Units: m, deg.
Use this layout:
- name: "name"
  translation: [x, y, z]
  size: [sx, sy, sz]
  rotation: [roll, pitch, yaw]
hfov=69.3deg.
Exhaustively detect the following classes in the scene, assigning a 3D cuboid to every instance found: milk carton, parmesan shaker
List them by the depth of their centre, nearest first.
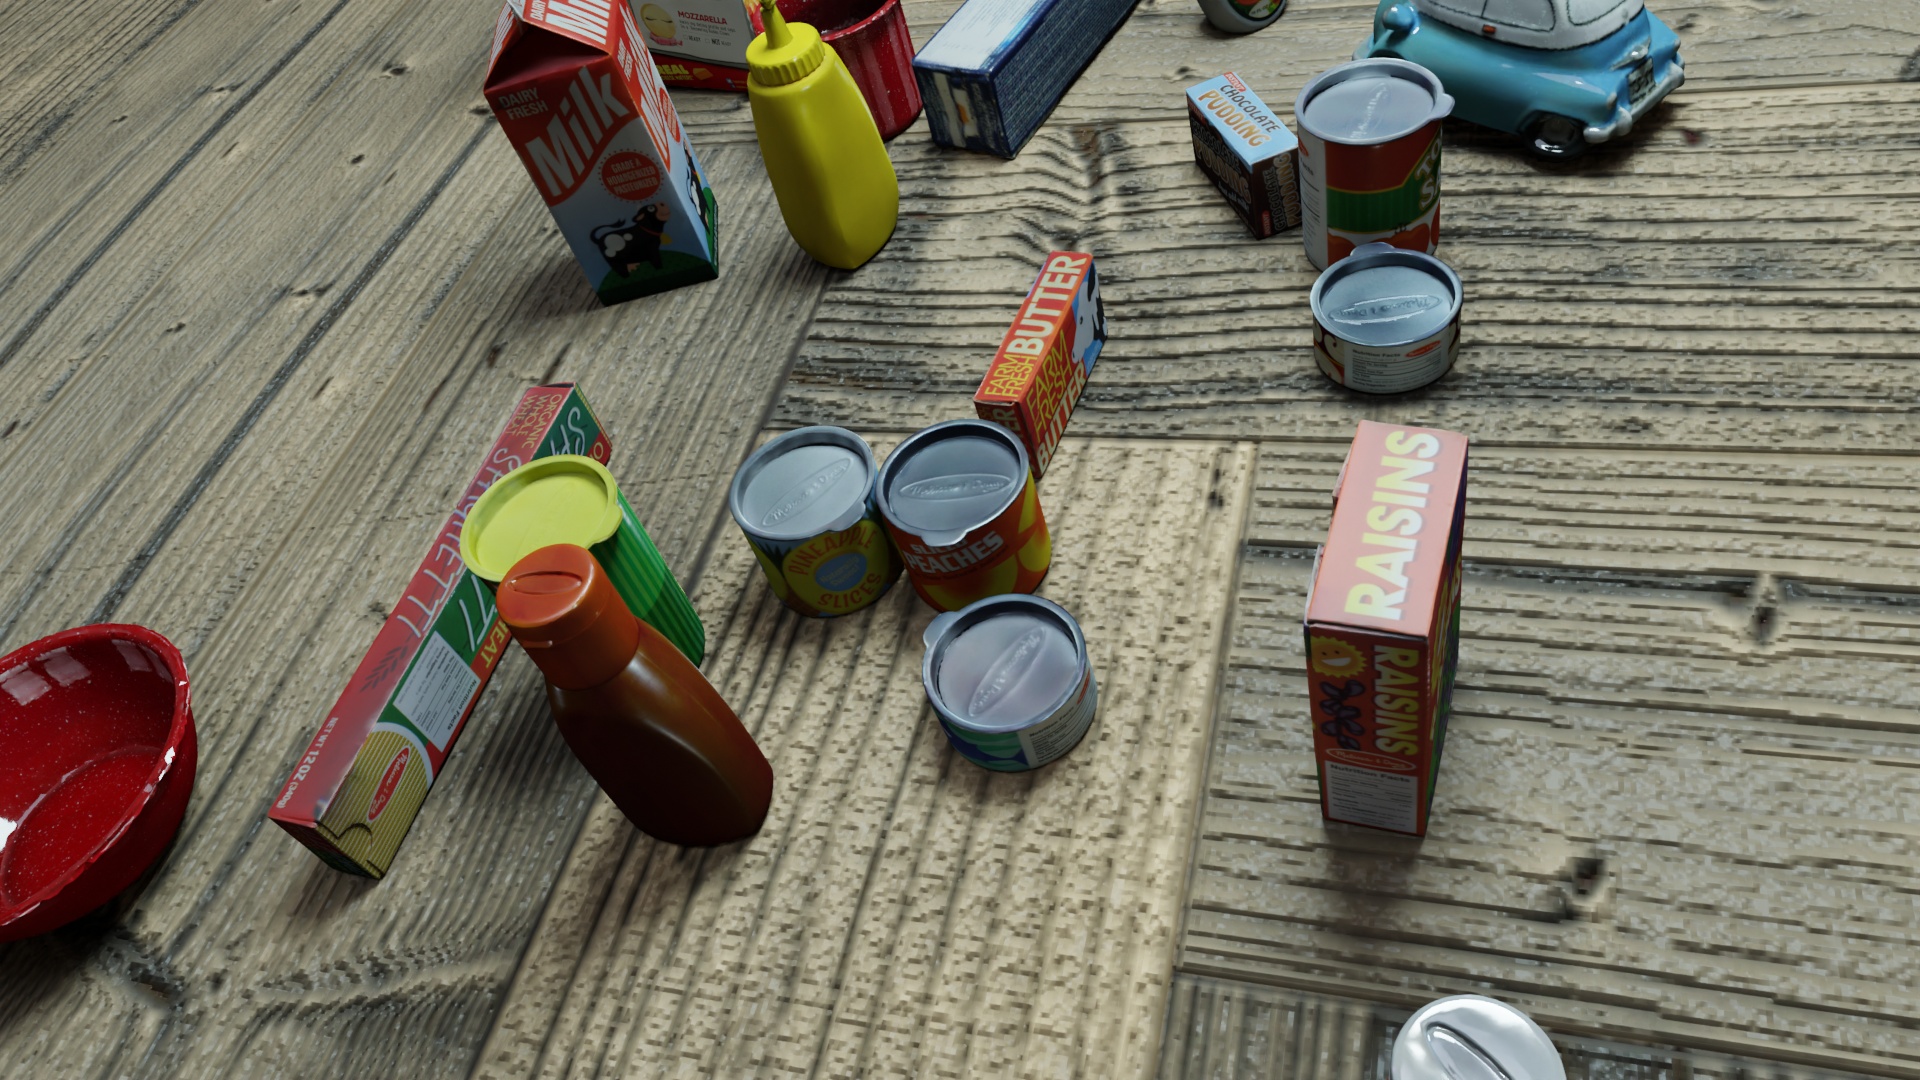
- name: "parmesan shaker"
  translation: [-0.155, 0.022, 0.590]
  size: [0.071, 0.102, 0.072]
  rotation: [-9, 49, 10]
- name: "milk carton"
  translation: [-0.199, -0.228, 0.759]
  size: [0.073, 0.189, 0.073]
  rotation: [-13, 48, 6]

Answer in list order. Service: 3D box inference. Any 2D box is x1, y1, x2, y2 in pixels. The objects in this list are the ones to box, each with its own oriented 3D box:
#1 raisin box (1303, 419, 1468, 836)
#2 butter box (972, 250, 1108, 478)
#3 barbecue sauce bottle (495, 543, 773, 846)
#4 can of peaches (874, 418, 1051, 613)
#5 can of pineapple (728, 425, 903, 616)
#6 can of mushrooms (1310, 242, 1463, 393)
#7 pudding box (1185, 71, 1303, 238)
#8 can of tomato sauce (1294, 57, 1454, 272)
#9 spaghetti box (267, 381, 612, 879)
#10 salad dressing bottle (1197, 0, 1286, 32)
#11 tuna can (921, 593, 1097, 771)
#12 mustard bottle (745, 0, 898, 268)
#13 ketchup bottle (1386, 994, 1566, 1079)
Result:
- name: "raisin box"
  translation: [0.147, 0.032, 0.476]
  size: [0.040, 0.122, 0.086]
  rotation: [9, 54, 23]
- name: "butter box"
  translation: [0.040, -0.084, 0.655]
  size: [0.024, 0.053, 0.104]
  rotation: [10, 54, 24]
- name: "barbecue sauce bottle"
  translation: [-0.122, 0.061, 0.516]
  size: [0.065, 0.147, 0.044]
  rotation: [0, 51, 17]
- name: "can of peaches"
  translation: [0.002, -0.008, 0.598]
  size: [0.071, 0.057, 0.071]
  rotation: [-9, 49, 10]
- name: "can of pineapple"
  translation: [-0.061, -0.007, 0.617]
  size: [0.071, 0.057, 0.071]
  rotation: [-9, 49, 10]
- name: "can of mushrooms"
  translation: [0.195, -0.102, 0.638]
  size: [0.071, 0.033, 0.071]
  rotation: [-8, 49, 10]
- name: "pudding box"
  translation: [0.149, -0.203, 0.726]
  size: [0.030, 0.049, 0.084]
  rotation: [-21, 48, -1]
- name: "can of tomato sauce"
  translation: [0.198, -0.177, 0.667]
  size: [0.071, 0.082, 0.071]
  rotation: [-9, 49, 10]
- name: "spaghetti box"
  translation: [-0.229, 0.031, 0.641]
  size: [0.028, 0.050, 0.251]
  rotation: [3, 52, 19]
- name: "salad dressing bottle"
  translation: [0.159, -0.370, 0.801]
  size: [0.064, 0.147, 0.044]
  rotation: [-32, 49, -11]
- name: "tuna can"
  translation: [0.018, 0.056, 0.556]
  size: [0.071, 0.032, 0.071]
  rotation: [-8, 49, 10]
- name: "mustard bottle"
  translation: [-0.078, -0.221, 0.737]
  size: [0.049, 0.159, 0.065]
  rotation: [18, 58, 29]
- name: "ketchup bottle"
  translation: [0.128, 0.162, 0.354]
  size: [0.043, 0.148, 0.065]
  rotation: [-36, 50, -14]
